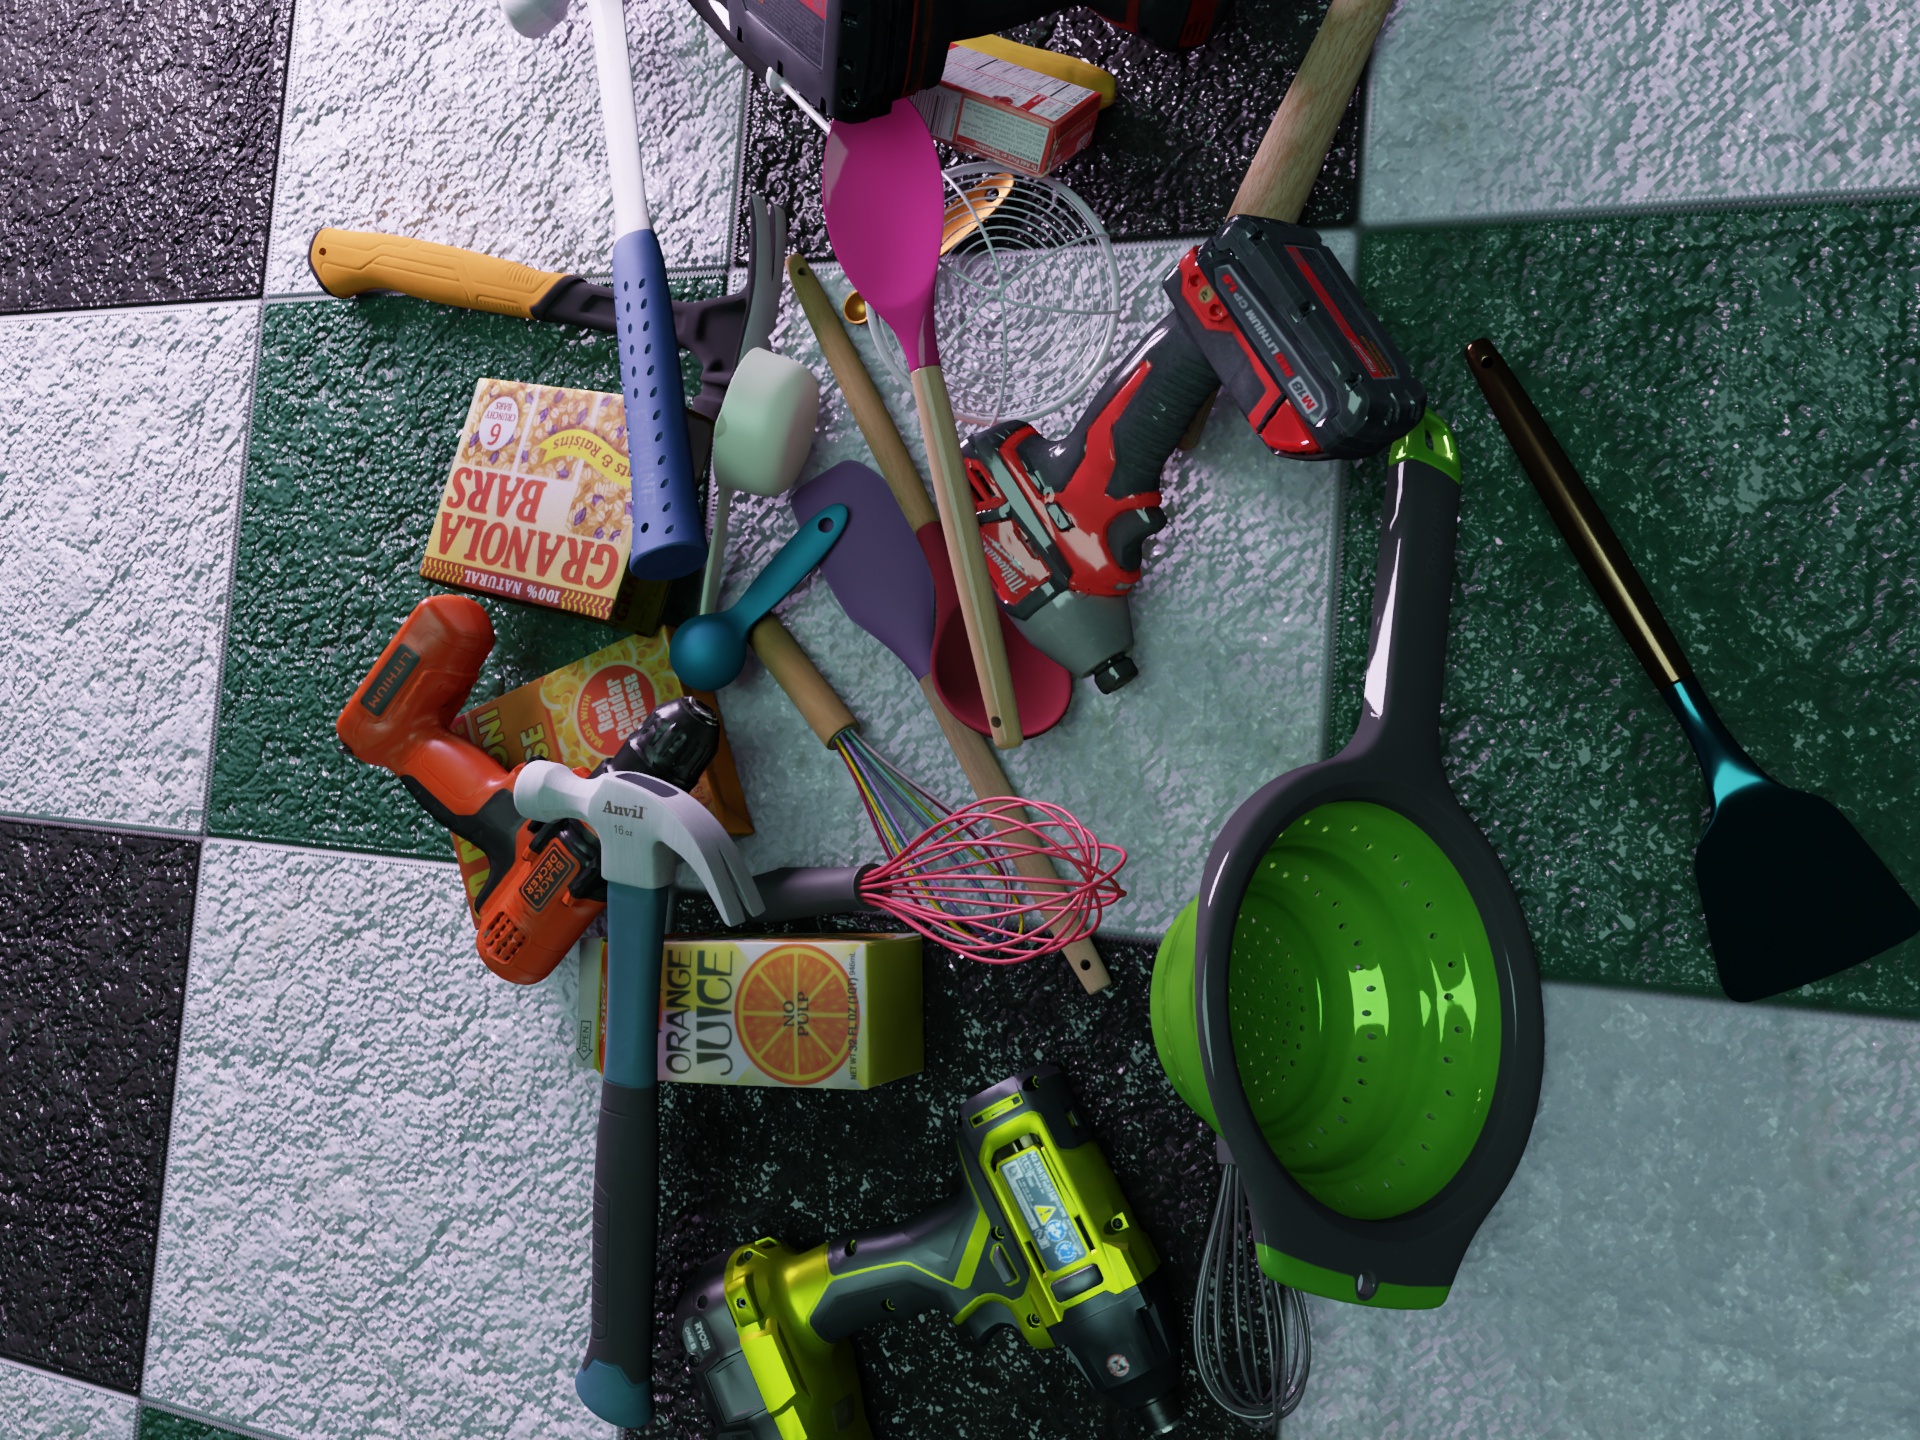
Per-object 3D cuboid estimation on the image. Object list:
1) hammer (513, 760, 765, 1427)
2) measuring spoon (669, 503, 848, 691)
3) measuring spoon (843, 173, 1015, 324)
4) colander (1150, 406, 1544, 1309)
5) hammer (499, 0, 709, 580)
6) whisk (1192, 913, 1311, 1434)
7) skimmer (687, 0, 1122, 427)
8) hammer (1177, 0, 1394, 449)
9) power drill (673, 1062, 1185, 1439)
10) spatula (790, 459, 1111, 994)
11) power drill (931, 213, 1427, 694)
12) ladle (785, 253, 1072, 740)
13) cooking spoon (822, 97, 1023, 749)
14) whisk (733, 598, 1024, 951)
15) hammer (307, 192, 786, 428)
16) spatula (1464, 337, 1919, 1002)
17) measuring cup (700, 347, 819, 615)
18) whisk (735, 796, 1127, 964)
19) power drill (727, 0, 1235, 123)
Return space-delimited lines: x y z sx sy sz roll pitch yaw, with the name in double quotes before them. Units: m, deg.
"hammer" -0.165 0.190 0.786 0.128 0.033 0.331 8 100 22
"measuring spoon" -0.107 -0.069 0.843 0.042 0.021 0.128 43 90 13
"measuring spoon" -0.016 -0.254 0.859 0.117 0.011 0.021 -38 70 11
"colander" 0.164 0.047 0.709 0.094 0.204 0.397 -16 58 54
"hammer" -0.171 -0.267 0.848 0.144 0.035 0.406 -20 68 25
"whisk" 0.131 0.203 0.737 0.055 0.055 0.239 -6 78 22
"skimmer" -0.052 -0.302 0.860 0.127 0.090 0.364 -42 59 7
"hammer" 0.166 -0.291 0.775 0.130 0.031 0.331 27 95 22
"power drill" -0.012 0.291 0.769 0.223 0.080 0.171 -31 74 14
"spatula" -0.001 -0.003 0.823 0.060 0.018 0.316 -30 74 7
"power drill" 0.094 -0.116 0.739 0.219 0.078 0.143 -37 79 35
"ladle" -0.029 -0.122 0.838 0.069 0.031 0.316 -20 71 -17
"cooking spoon" -0.011 -0.142 0.759 0.069 0.017 0.319 -12 91 32
"whisk" -0.047 0.025 0.831 0.047 0.051 0.245 -30 65 -21
"hammer" -0.254 -0.261 0.938 0.337 0.034 0.127 16 98 24
"spatula" 0.301 -0.035 0.701 0.082 0.044 0.318 -29 70 18
"measuring cup" -0.111 -0.115 0.861 0.038 0.083 0.167 15 108 6
"whisk" -0.031 0.078 0.747 0.296 0.073 0.073 -11 79 52
"power drill" -0.001 -0.375 0.768 0.188 0.226 0.080 49 147 30
